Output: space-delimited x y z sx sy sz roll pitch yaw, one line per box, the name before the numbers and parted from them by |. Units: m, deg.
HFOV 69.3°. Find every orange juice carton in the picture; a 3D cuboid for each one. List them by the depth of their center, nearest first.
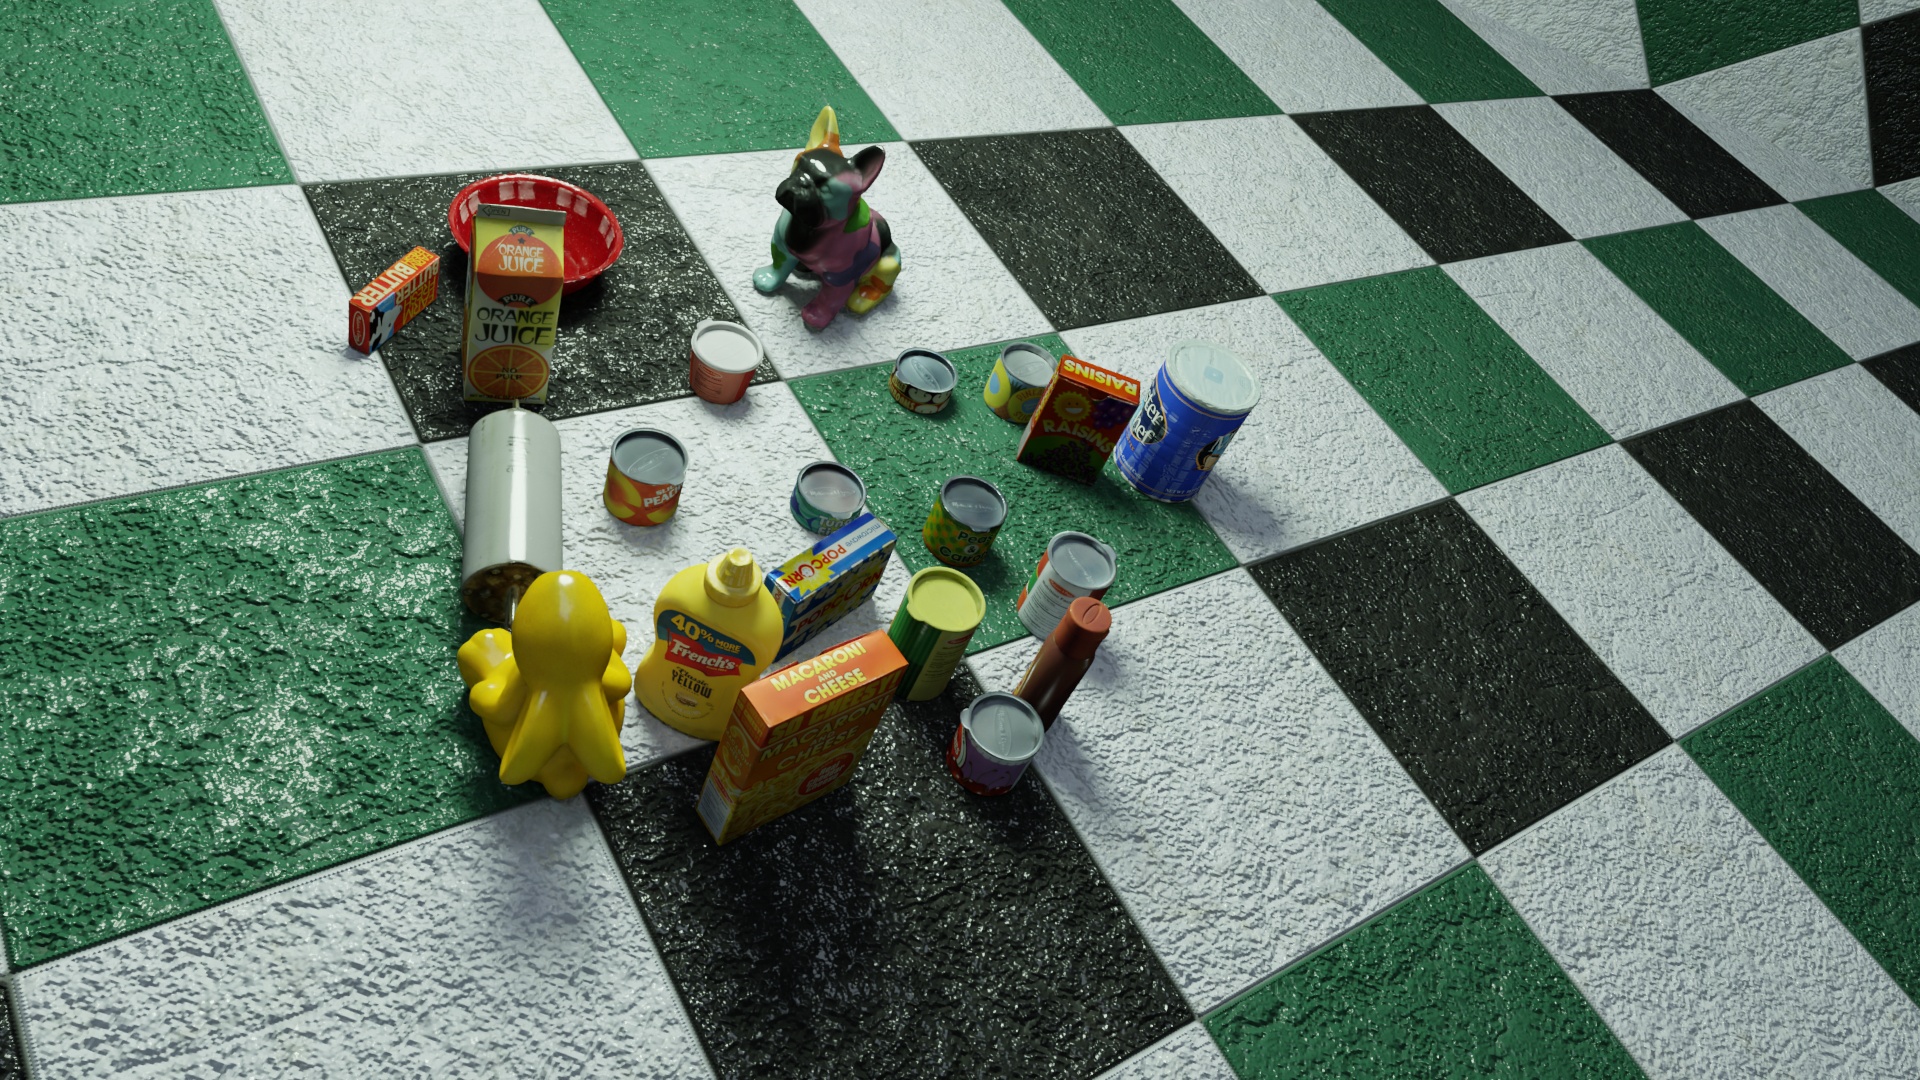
orange juice carton | -0.386 -0.210 1.196 0.072 0.191 0.073 1 50 -24

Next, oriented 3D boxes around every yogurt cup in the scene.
yogurt cup | -0.227 -0.167 1.325 0.072 0.053 0.073 13 46 -13

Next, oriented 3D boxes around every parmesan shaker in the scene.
parmesan shaker | -0.029 0.080 1.156 0.071 0.102 0.072 13 46 -14

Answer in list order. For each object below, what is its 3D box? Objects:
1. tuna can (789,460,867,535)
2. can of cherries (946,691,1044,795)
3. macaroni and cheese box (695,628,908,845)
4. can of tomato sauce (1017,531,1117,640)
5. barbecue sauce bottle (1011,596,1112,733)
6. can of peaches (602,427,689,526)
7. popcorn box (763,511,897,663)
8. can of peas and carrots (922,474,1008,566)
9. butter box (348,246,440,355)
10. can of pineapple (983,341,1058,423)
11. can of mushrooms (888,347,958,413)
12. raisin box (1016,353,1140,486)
tuna can | -0.120 -0.036 1.270 0.071 0.032 0.071 13 46 -13
can of cherries | 0.025 0.165 1.134 0.071 0.058 0.072 13 46 -13
macaroni and cheese box | -0.118 0.144 1.013 0.124 0.165 0.040 -22 62 -37
can of tomato sauce | 0.097 0.042 1.260 0.071 0.082 0.071 13 46 -14
barbecue sauce bottle | 0.081 0.105 1.150 0.044 0.147 0.065 36 46 9
can of peaches | -0.271 -0.053 1.199 0.071 0.057 0.071 13 46 -13
popcorn box | -0.116 0.038 1.167 0.038 0.084 0.127 42 47 15
can of peas and carrots | 0.005 -0.016 1.289 0.071 0.058 0.071 13 46 -13
butter box | -0.508 -0.216 1.245 0.024 0.052 0.104 27 45 0
can of pineapple | 0.064 -0.163 1.449 0.071 0.057 0.071 13 46 -13
can of mushrooms | -0.040 -0.163 1.420 0.071 0.033 0.071 13 46 -13
raisin box | 0.117 -0.118 1.386 0.086 0.122 0.040 20 45 -7
